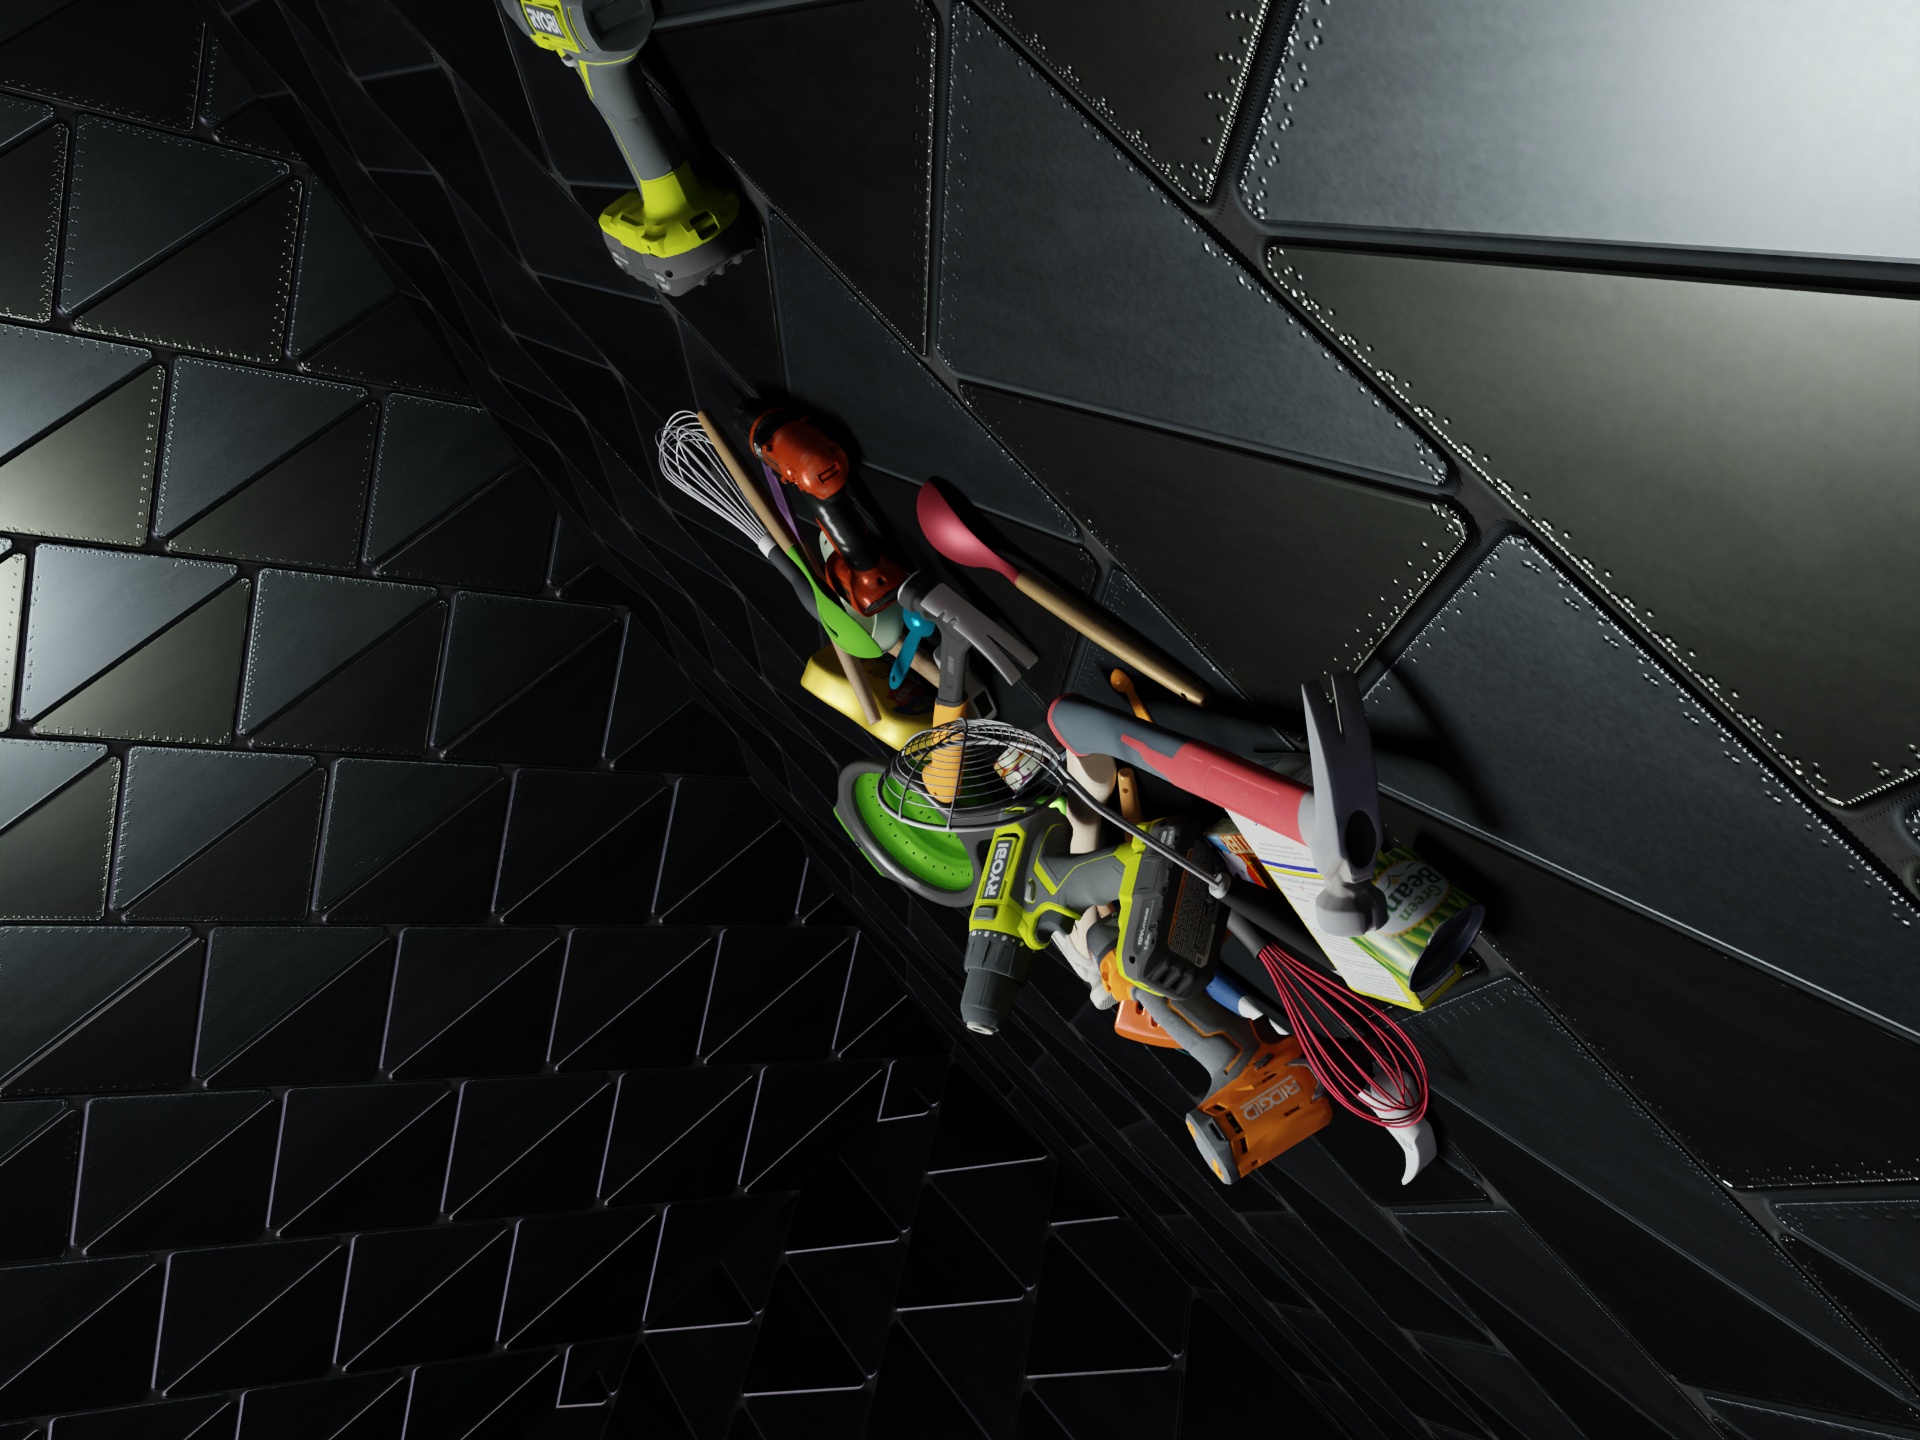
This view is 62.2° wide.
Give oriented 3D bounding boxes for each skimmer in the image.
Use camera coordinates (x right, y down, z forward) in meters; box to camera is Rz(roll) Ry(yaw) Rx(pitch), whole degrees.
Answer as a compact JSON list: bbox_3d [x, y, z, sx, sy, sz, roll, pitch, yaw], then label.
[{"bbox_3d":[0.116,0.105,1.112,0.363,0.090,0.127,32,-159,-15],"label":"skimmer"}]

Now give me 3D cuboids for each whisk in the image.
[{"bbox_3d":[-0.192,-0.185,1.472,0.285,0.070,0.070,48,167,21],"label":"whisk"},{"bbox_3d":[0.248,0.188,1.217,0.296,0.073,0.073,50,168,29],"label":"whisk"}]

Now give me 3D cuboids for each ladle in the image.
[{"bbox_3d":[0.063,-0.090,1.137,0.316,0.031,0.069,38,161,38],"label":"ladle"}]

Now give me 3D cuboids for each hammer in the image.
[{"bbox_3d":[-0.070,-0.081,1.584,0.332,0.031,0.129,37,161,47],"label":"hammer"},{"bbox_3d":[0.107,0.124,1.465,0.146,0.038,0.410,55,164,30],"label":"hammer"},{"bbox_3d":[0.143,0.013,1.012,0.386,0.038,0.143,-152,50,-67],"label":"hammer"},{"bbox_3d":[0.263,0.265,1.417,0.406,0.035,0.143,34,159,50],"label":"hammer"},{"bbox_3d":[-0.002,-0.005,1.437,0.127,0.034,0.336,38,157,16],"label":"hammer"}]

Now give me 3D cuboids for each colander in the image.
[{"bbox_3d":[0.016,0.089,1.685,0.204,0.094,0.397,55,148,-15],"label":"colander"}]

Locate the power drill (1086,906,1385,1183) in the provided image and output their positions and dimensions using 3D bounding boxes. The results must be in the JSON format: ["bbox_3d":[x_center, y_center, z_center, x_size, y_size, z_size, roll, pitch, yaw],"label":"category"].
[{"bbox_3d":[0.219,0.233,1.272,0.227,0.164,0.084,57,172,33],"label":"power drill"}]

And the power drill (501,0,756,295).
[{"bbox_3d":[-0.241,-0.426,1.119,0.171,0.080,0.223,36,157,45],"label":"power drill"}]

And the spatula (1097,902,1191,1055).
[{"bbox_3d":[0.183,0.250,1.523,0.082,0.044,0.317,39,164,41],"label":"spatula"}]

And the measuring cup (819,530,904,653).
[{"bbox_3d":[-0.096,-0.129,1.523,0.083,0.038,0.168,-64,37,34],"label":"measuring cup"}]

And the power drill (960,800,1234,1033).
[{"bbox_3d":[0.095,0.158,1.255,0.080,0.191,0.228,31,155,-36],"label":"power drill"}]

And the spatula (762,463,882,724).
[{"bbox_3d":[-0.139,-0.142,1.487,0.059,0.018,0.316,107,140,-80],"label":"spatula"}]

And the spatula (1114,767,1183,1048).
[{"bbox_3d":[0.159,0.168,1.383,0.081,0.041,0.322,7,134,22],"label":"spatula"}]

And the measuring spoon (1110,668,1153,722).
[{"bbox_3d":[0.137,0.008,1.182,0.021,0.011,0.116,31,157,55],"label":"measuring spoon"}]

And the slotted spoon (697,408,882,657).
[{"bbox_3d":[-0.160,-0.169,1.418,0.314,0.031,0.070,56,177,25],"label":"slotted spoon"}]

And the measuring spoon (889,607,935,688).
[{"bbox_3d":[-0.053,-0.069,1.459,0.042,0.021,0.128,64,148,29],"label":"measuring spoon"}]
